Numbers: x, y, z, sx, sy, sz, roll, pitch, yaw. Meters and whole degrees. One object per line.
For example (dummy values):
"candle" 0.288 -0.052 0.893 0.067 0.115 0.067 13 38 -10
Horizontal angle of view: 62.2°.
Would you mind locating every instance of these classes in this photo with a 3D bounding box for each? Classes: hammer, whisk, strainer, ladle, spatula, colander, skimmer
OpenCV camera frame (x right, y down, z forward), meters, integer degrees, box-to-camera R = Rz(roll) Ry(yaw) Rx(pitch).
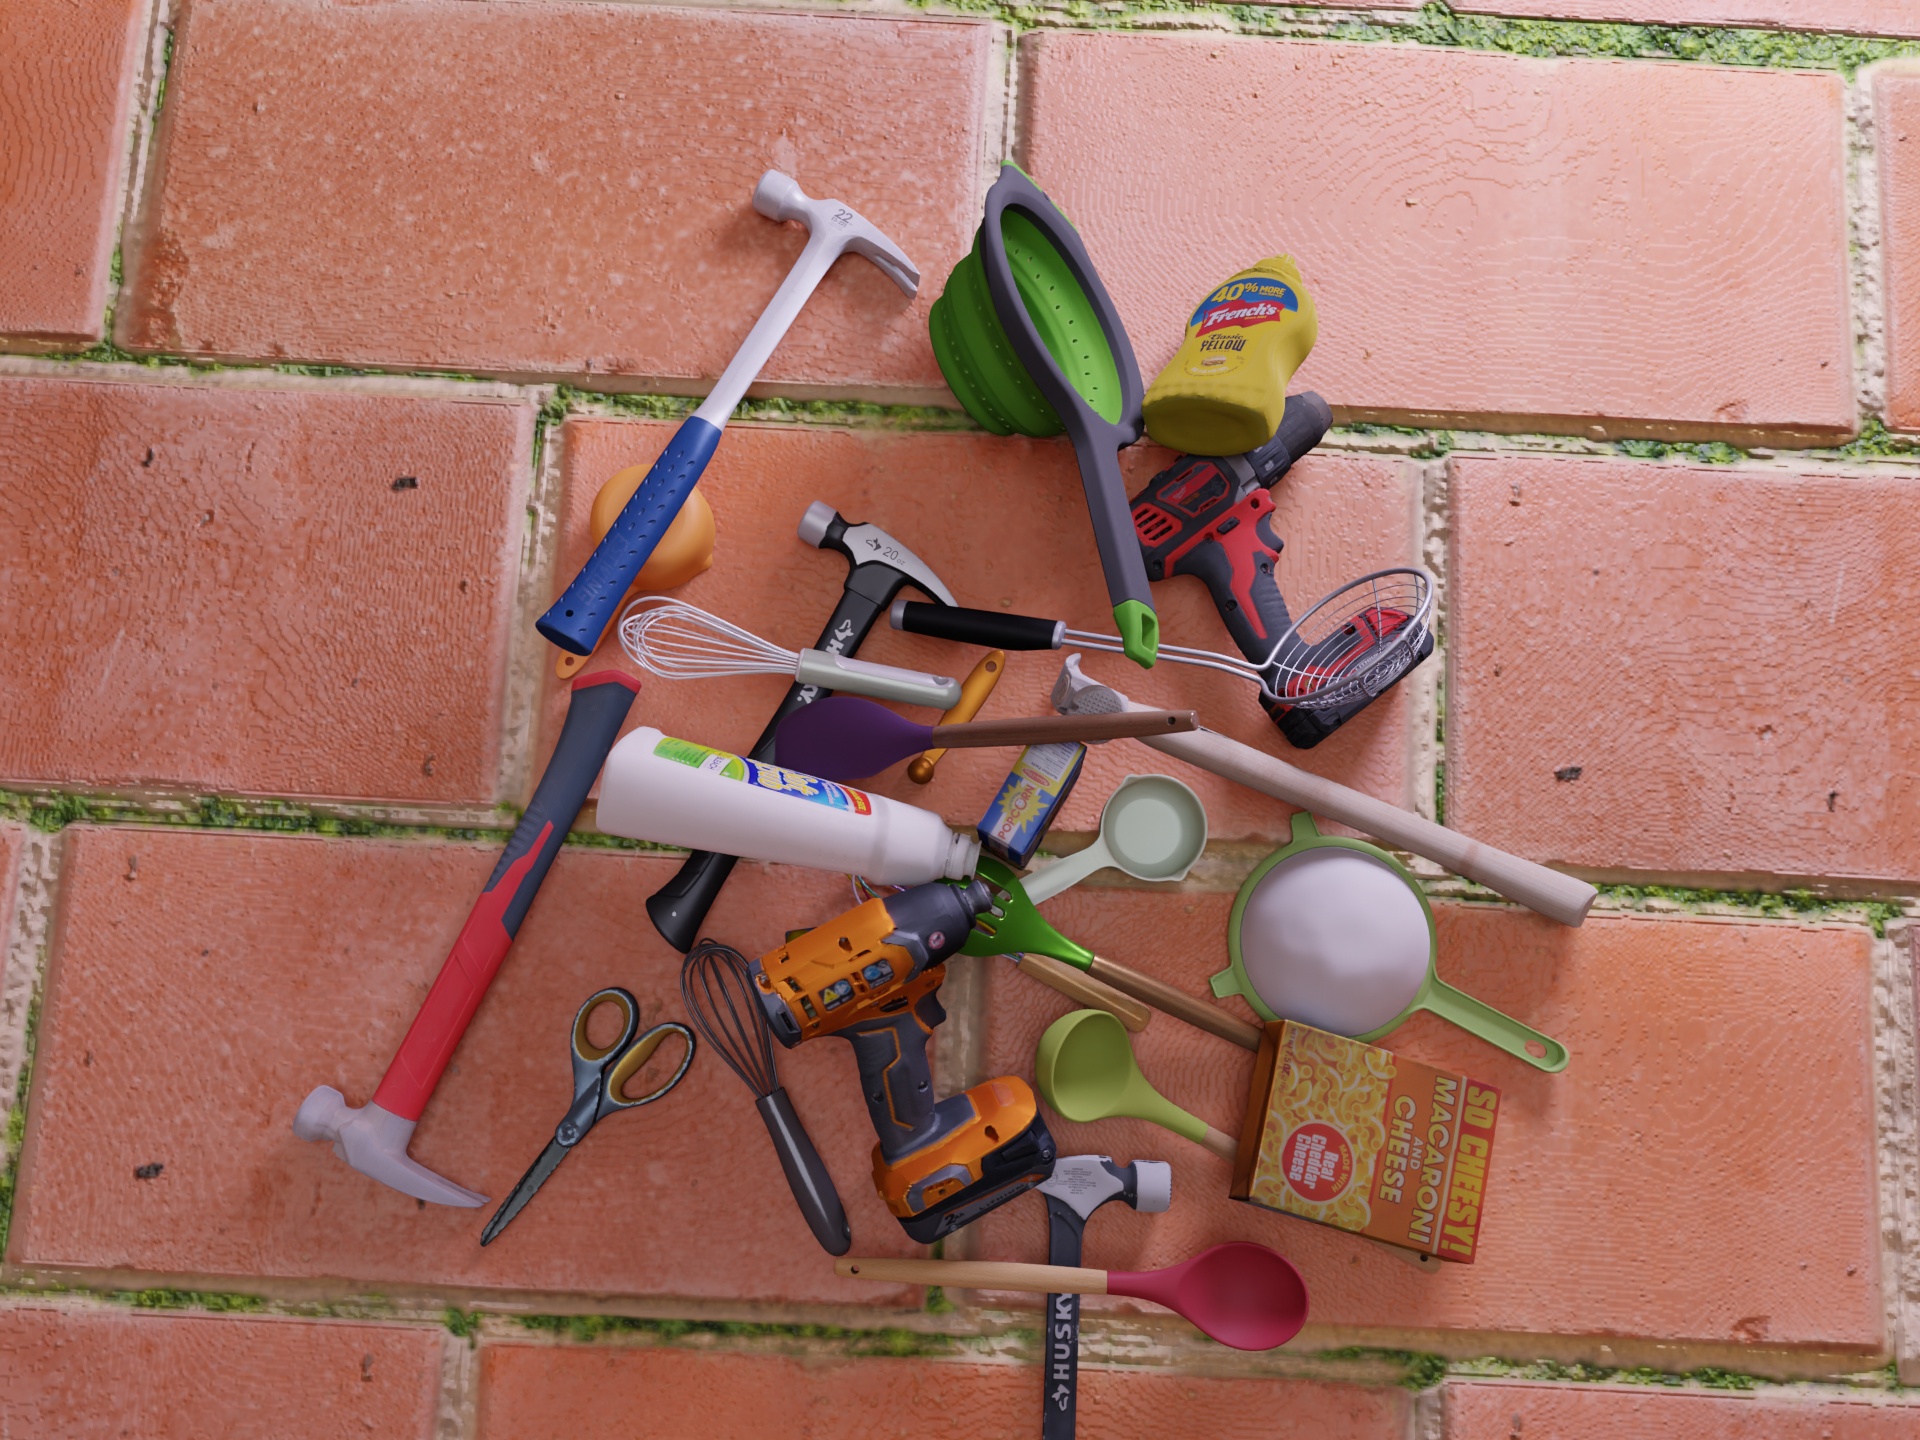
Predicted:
"hammer" 0.256 0.052 1.121 0.410 0.146 0.038 22 101 -7
"whisk" 0.024 0.156 1.129 0.245 0.051 0.047 29 117 -1
"strainer" 0.313 0.179 1.109 0.256 0.069 0.151 28 82 5
"ladle" 0.194 0.299 1.098 0.320 0.062 0.078 29 74 1
"hammer" 0.061 0.503 1.076 0.149 0.036 0.409 3 82 1
"whisk" -0.132 0.262 1.106 0.055 0.055 0.239 -26 86 -4
"hammer" -0.314 0.145 1.125 0.143 0.038 0.386 26 82 2
"hammer" -0.123 0.015 1.147 0.146 0.035 0.335 29 82 4
"spatula" 0.006 0.007 1.052 0.316 0.018 0.060 -3 82 29
"colander" 0.056 -0.199 1.103 0.094 0.204 0.397 -24 60 27
"hammer" -0.172 -0.218 1.141 0.144 0.035 0.406 28 70 2
"whisk" -0.120 -0.041 1.117 0.246 0.058 0.059 11 116 -2
"skimmer" 0.126 -0.073 1.071 0.363 0.090 0.127 9 38 14
"ladle" 0.072 0.376 1.064 0.315 0.031 0.069 3 80 4

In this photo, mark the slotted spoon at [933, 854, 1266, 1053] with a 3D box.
"slotted spoon" 0.113 0.177 1.105 0.313 0.031 0.070 26 74 -8

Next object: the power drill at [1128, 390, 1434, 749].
"power drill" 0.241 -0.114 1.151 0.188 0.080 0.227 -37 81 -6

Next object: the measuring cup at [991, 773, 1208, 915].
"measuring cup" 0.096 0.098 1.134 0.167 0.038 0.083 -27 83 -4

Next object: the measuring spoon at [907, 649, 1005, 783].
"measuring spoon" -0.002 -0.004 1.162 0.021 0.011 0.117 34 83 4

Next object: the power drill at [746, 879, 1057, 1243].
"power drill" -0.020 0.216 1.049 0.164 0.084 0.226 -28 112 -4

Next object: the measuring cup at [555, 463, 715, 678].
"measuring cup" -0.248 -0.108 1.154 0.095 0.052 0.173 31 80 4
